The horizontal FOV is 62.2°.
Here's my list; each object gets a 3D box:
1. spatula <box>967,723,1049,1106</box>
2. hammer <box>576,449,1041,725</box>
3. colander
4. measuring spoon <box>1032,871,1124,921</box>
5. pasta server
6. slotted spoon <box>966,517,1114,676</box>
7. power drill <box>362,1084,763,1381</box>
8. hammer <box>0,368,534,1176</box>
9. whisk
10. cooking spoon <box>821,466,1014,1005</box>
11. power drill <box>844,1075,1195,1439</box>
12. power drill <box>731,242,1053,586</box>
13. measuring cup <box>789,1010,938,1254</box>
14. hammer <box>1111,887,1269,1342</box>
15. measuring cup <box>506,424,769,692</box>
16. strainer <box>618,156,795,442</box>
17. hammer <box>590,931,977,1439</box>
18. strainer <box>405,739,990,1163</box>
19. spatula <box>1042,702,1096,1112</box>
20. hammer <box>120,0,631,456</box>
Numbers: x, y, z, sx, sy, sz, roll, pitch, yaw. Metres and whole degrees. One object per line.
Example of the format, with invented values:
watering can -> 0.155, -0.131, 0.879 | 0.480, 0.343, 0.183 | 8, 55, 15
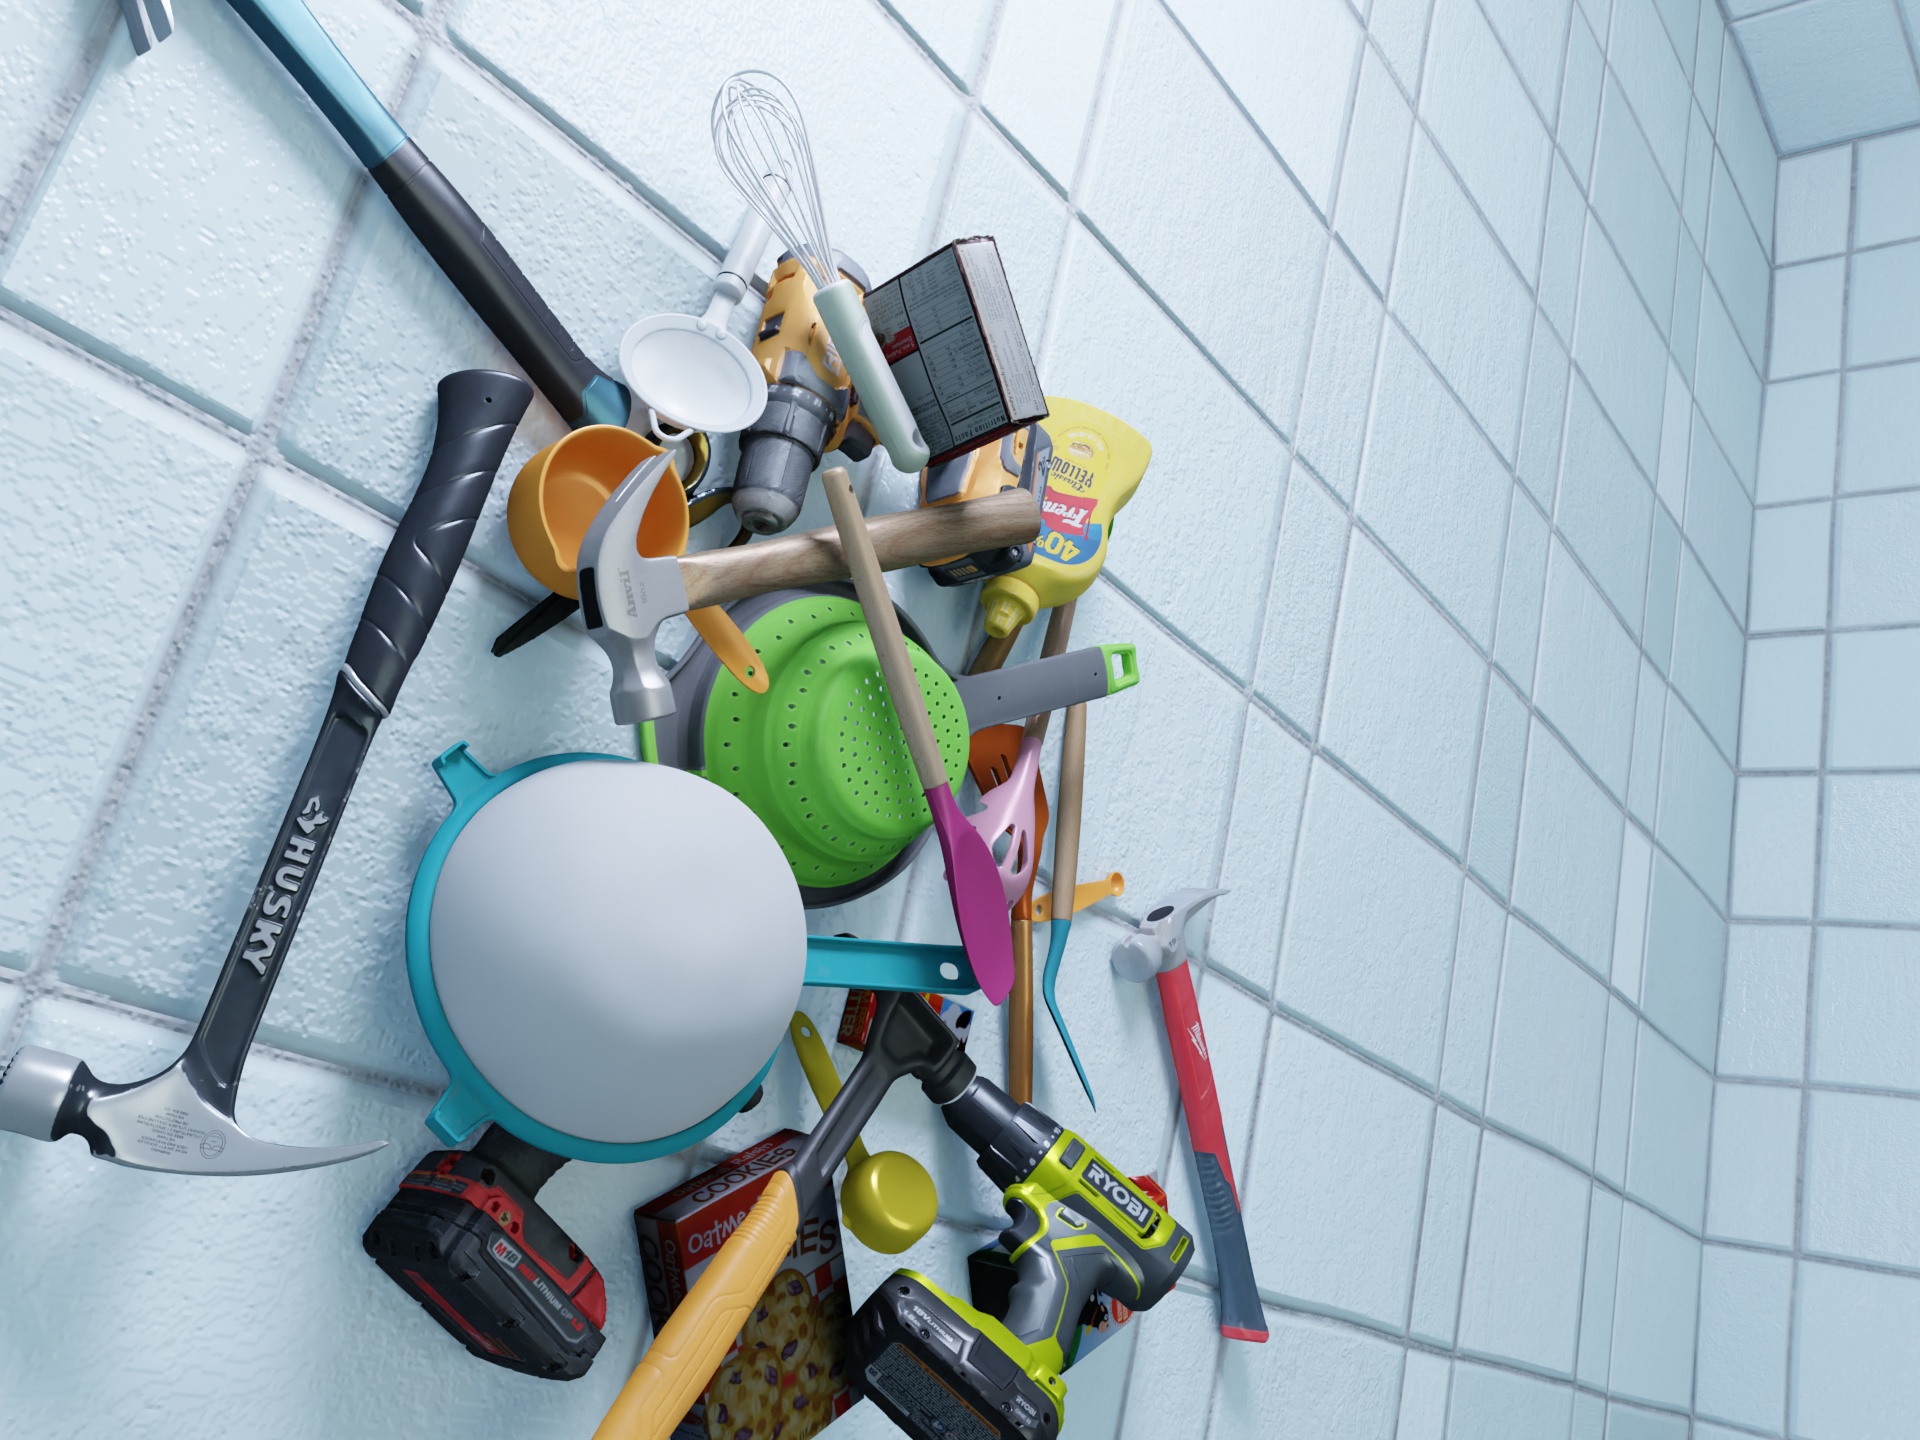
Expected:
spatula -> 0.037, 0.164, 1.132 | 0.081, 0.041, 0.322 | -3, 94, -48
hammer -> -0.070, -0.097, 0.893 | 0.331, 0.031, 0.130 | -19, 99, -45
colander -> -0.002, -0.003, 0.990 | 0.397, 0.094, 0.204 | -14, 99, -39
measuring spoon -> 0.085, 0.134, 1.202 | 0.117, 0.011, 0.021 | -11, 92, -46
pasta server -> 0.051, -0.003, 1.131 | 0.060, 0.040, 0.316 | 30, 52, -20
slotted spoon -> 0.039, -0.072, 1.142 | 0.070, 0.031, 0.314 | 37, 60, -15
power drill -> -0.187, 0.216, 0.825 | 0.143, 0.078, 0.220 | 59, 44, -29
hammer -> -0.276, 0.006, 0.733 | 0.149, 0.036, 0.409 | 23, 64, -19
whisk -> -0.077, -0.256, 0.919 | 0.246, 0.059, 0.058 | 64, 26, -8
cooking spoon -> -0.022, 0.012, 0.894 | 0.069, 0.017, 0.318 | -41, 116, -63
power drill -> 0.028, 0.339, 0.998 | 0.190, 0.080, 0.228 | 40, 36, 9
power drill -> -0.047, -0.164, 1.003 | 0.226, 0.084, 0.185 | 32, 60, -40
measuring cup -> -0.061, 0.238, 0.946 | 0.062, 0.029, 0.157 | -6, 62, -47
hammer -> 0.211, 0.332, 1.315 | 0.143, 0.038, 0.386 | -27, 108, -49
measuring cup -> -0.169, -0.076, 0.851 | 0.173, 0.052, 0.095 | 52, 53, -26
strainer -> -0.137, -0.245, 0.930 | 0.086, 0.050, 0.259 | 25, 57, -15
hammer -> -0.108, 0.268, 0.838 | 0.127, 0.034, 0.337 | 51, 48, -18
strainer -> -0.101, 0.111, 0.813 | 0.340, 0.095, 0.211 | 10, 63, -36
spatula -> 0.087, 0.122, 1.163 | 0.082, 0.044, 0.318 | 70, 24, -71
hammer -> -0.271, -0.269, 0.783 | 0.330, 0.033, 0.128 | 53, 50, -33
